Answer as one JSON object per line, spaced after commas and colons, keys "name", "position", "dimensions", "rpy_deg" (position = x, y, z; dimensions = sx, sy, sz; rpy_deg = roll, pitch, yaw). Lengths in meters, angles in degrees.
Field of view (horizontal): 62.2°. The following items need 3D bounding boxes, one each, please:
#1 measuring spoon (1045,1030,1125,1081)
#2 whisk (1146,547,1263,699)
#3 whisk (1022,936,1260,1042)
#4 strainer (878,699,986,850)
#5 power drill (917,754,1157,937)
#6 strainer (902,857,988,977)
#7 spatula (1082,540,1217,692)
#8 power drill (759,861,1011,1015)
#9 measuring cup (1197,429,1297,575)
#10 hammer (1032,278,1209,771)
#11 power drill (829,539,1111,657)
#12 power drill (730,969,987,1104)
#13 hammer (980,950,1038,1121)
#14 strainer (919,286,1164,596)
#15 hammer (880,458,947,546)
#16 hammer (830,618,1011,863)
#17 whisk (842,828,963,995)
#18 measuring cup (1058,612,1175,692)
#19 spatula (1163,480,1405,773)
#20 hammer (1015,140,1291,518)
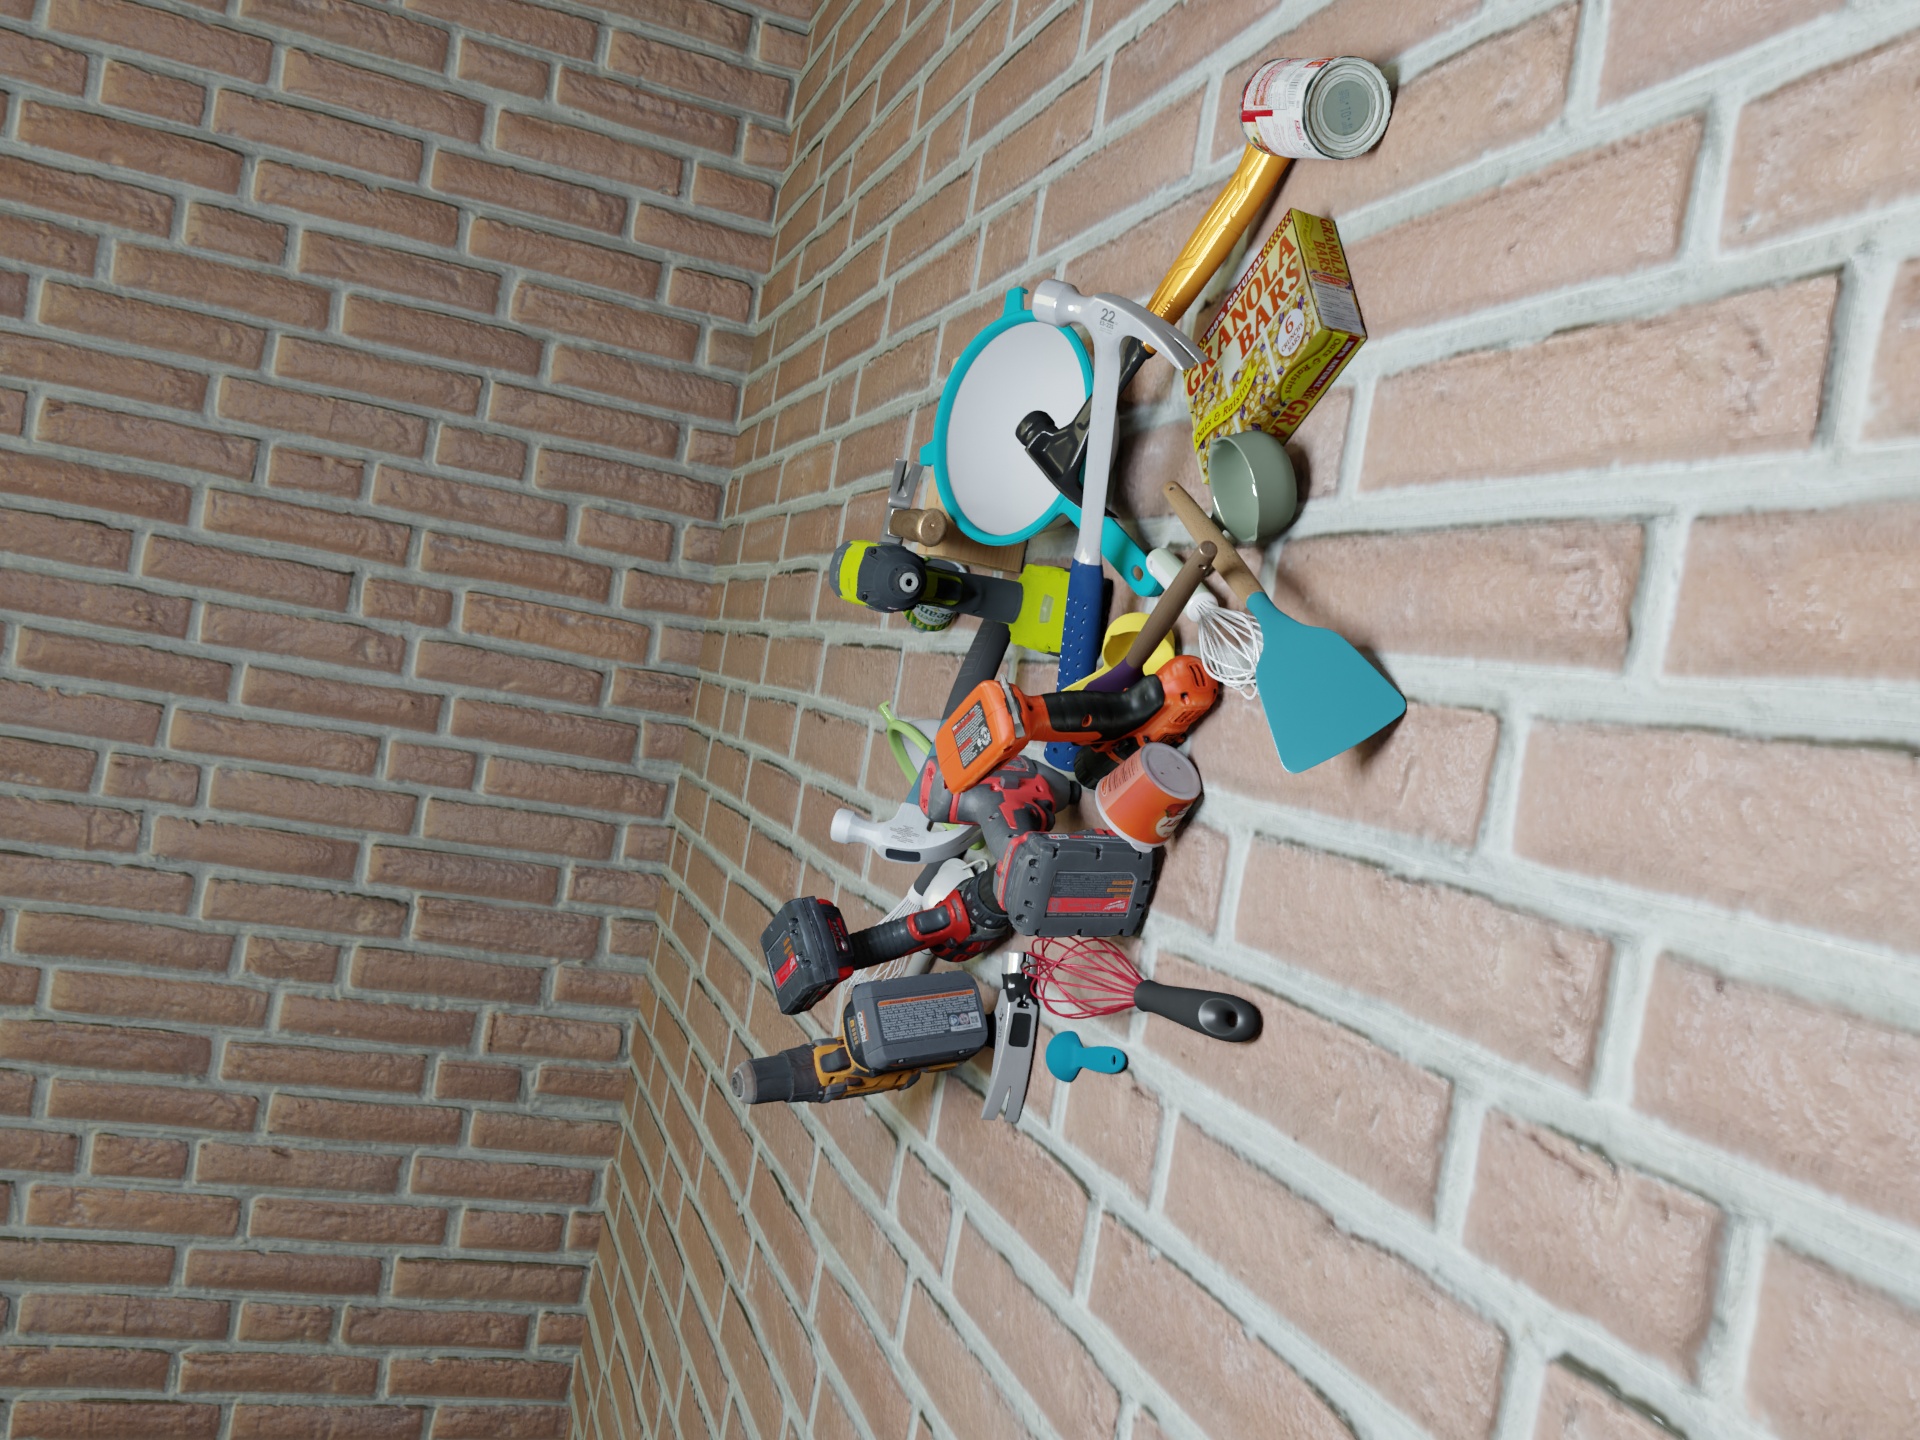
{"name": "measuring spoon", "position": [0.096, 0.269, 1.272], "dimensions": [0.128, 0.021, 0.042], "rpy_deg": [154, 123, -68]}
{"name": "whisk", "position": [0.180, -0.079, 1.171], "dimensions": [0.247, 0.059, 0.057], "rpy_deg": [-114, 10, -63]}
{"name": "whisk", "position": [0.127, 0.200, 1.176], "dimensions": [0.296, 0.073, 0.073], "rpy_deg": [0, 81, 64]}
{"name": "strainer", "position": [0.026, 0.068, 1.502], "dimensions": [0.257, 0.069, 0.151], "rpy_deg": [36, 156, 48]}
{"name": "power drill", "position": [0.065, 0.090, 1.292], "dimensions": [0.220, 0.143, 0.078], "rpy_deg": [-134, 51, -59]}
{"name": "strainer", "position": [-0.033, 0.228, 1.636], "dimensions": [0.087, 0.050, 0.258], "rpy_deg": [64, 146, 36]}
{"name": "spatula", "position": [0.138, -0.055, 1.176], "dimensions": [0.315, 0.059, 0.018], "rpy_deg": [112, 162, -67]}
{"name": "power drill", "position": [-0.049, 0.184, 1.424], "dimensions": [0.187, 0.226, 0.080], "rpy_deg": [-51, 54, 58]}
{"name": "measuring cup", "position": [0.204, -0.150, 1.160], "dimensions": [0.167, 0.038, 0.083], "rpy_deg": [100, 151, -68]}
{"name": "hammer", "position": [0.107, -0.136, 1.271], "dimensions": [0.144, 0.035, 0.405], "rpy_deg": [26, 128, 33]}
{"name": "power drill", "position": [0.010, -0.110, 1.394], "dimensions": [0.171, 0.223, 0.080], "rpy_deg": [-156, 76, -70]}
{"name": "power drill", "position": [-0.096, 0.301, 1.453], "dimensions": [0.226, 0.185, 0.084], "rpy_deg": [-45, 53, 55]}
{"name": "hammer", "position": [-0.007, 0.303, 1.529], "dimensions": [0.335, 0.035, 0.146], "rpy_deg": [153, 125, -67]}
{"name": "strainer", "position": [0.105, -0.217, 1.410], "dimensions": [0.341, 0.095, 0.211], "rpy_deg": [54, 125, 36]}
{"name": "hammer", "position": [-0.049, -0.199, 1.598], "dimensions": [0.331, 0.031, 0.130], "rpy_deg": [-139, 59, -78]}
{"name": "hammer", "position": [-0.002, -0.005, 1.471], "dimensions": [0.033, 0.128, 0.331], "rpy_deg": [92, -163, -52]}
{"name": "whisk", "position": [-0.056, 0.203, 1.693], "dimensions": [0.284, 0.070, 0.070], "rpy_deg": [-58, 28, 36]}
{"name": "measuring cup", "position": [0.111, -0.040, 1.286], "dimensions": [0.156, 0.062, 0.029], "rpy_deg": [-33, 32, 42]}
{"name": "spatula", "position": [0.194, -0.084, 1.076], "dimensions": [0.082, 0.044, 0.318], "rpy_deg": [-31, 34, 8]}
{"name": "hammer", "position": [0.165, -0.321, 1.258], "dimensions": [0.336, 0.034, 0.127], "rpy_deg": [-55, 51, 28]}
